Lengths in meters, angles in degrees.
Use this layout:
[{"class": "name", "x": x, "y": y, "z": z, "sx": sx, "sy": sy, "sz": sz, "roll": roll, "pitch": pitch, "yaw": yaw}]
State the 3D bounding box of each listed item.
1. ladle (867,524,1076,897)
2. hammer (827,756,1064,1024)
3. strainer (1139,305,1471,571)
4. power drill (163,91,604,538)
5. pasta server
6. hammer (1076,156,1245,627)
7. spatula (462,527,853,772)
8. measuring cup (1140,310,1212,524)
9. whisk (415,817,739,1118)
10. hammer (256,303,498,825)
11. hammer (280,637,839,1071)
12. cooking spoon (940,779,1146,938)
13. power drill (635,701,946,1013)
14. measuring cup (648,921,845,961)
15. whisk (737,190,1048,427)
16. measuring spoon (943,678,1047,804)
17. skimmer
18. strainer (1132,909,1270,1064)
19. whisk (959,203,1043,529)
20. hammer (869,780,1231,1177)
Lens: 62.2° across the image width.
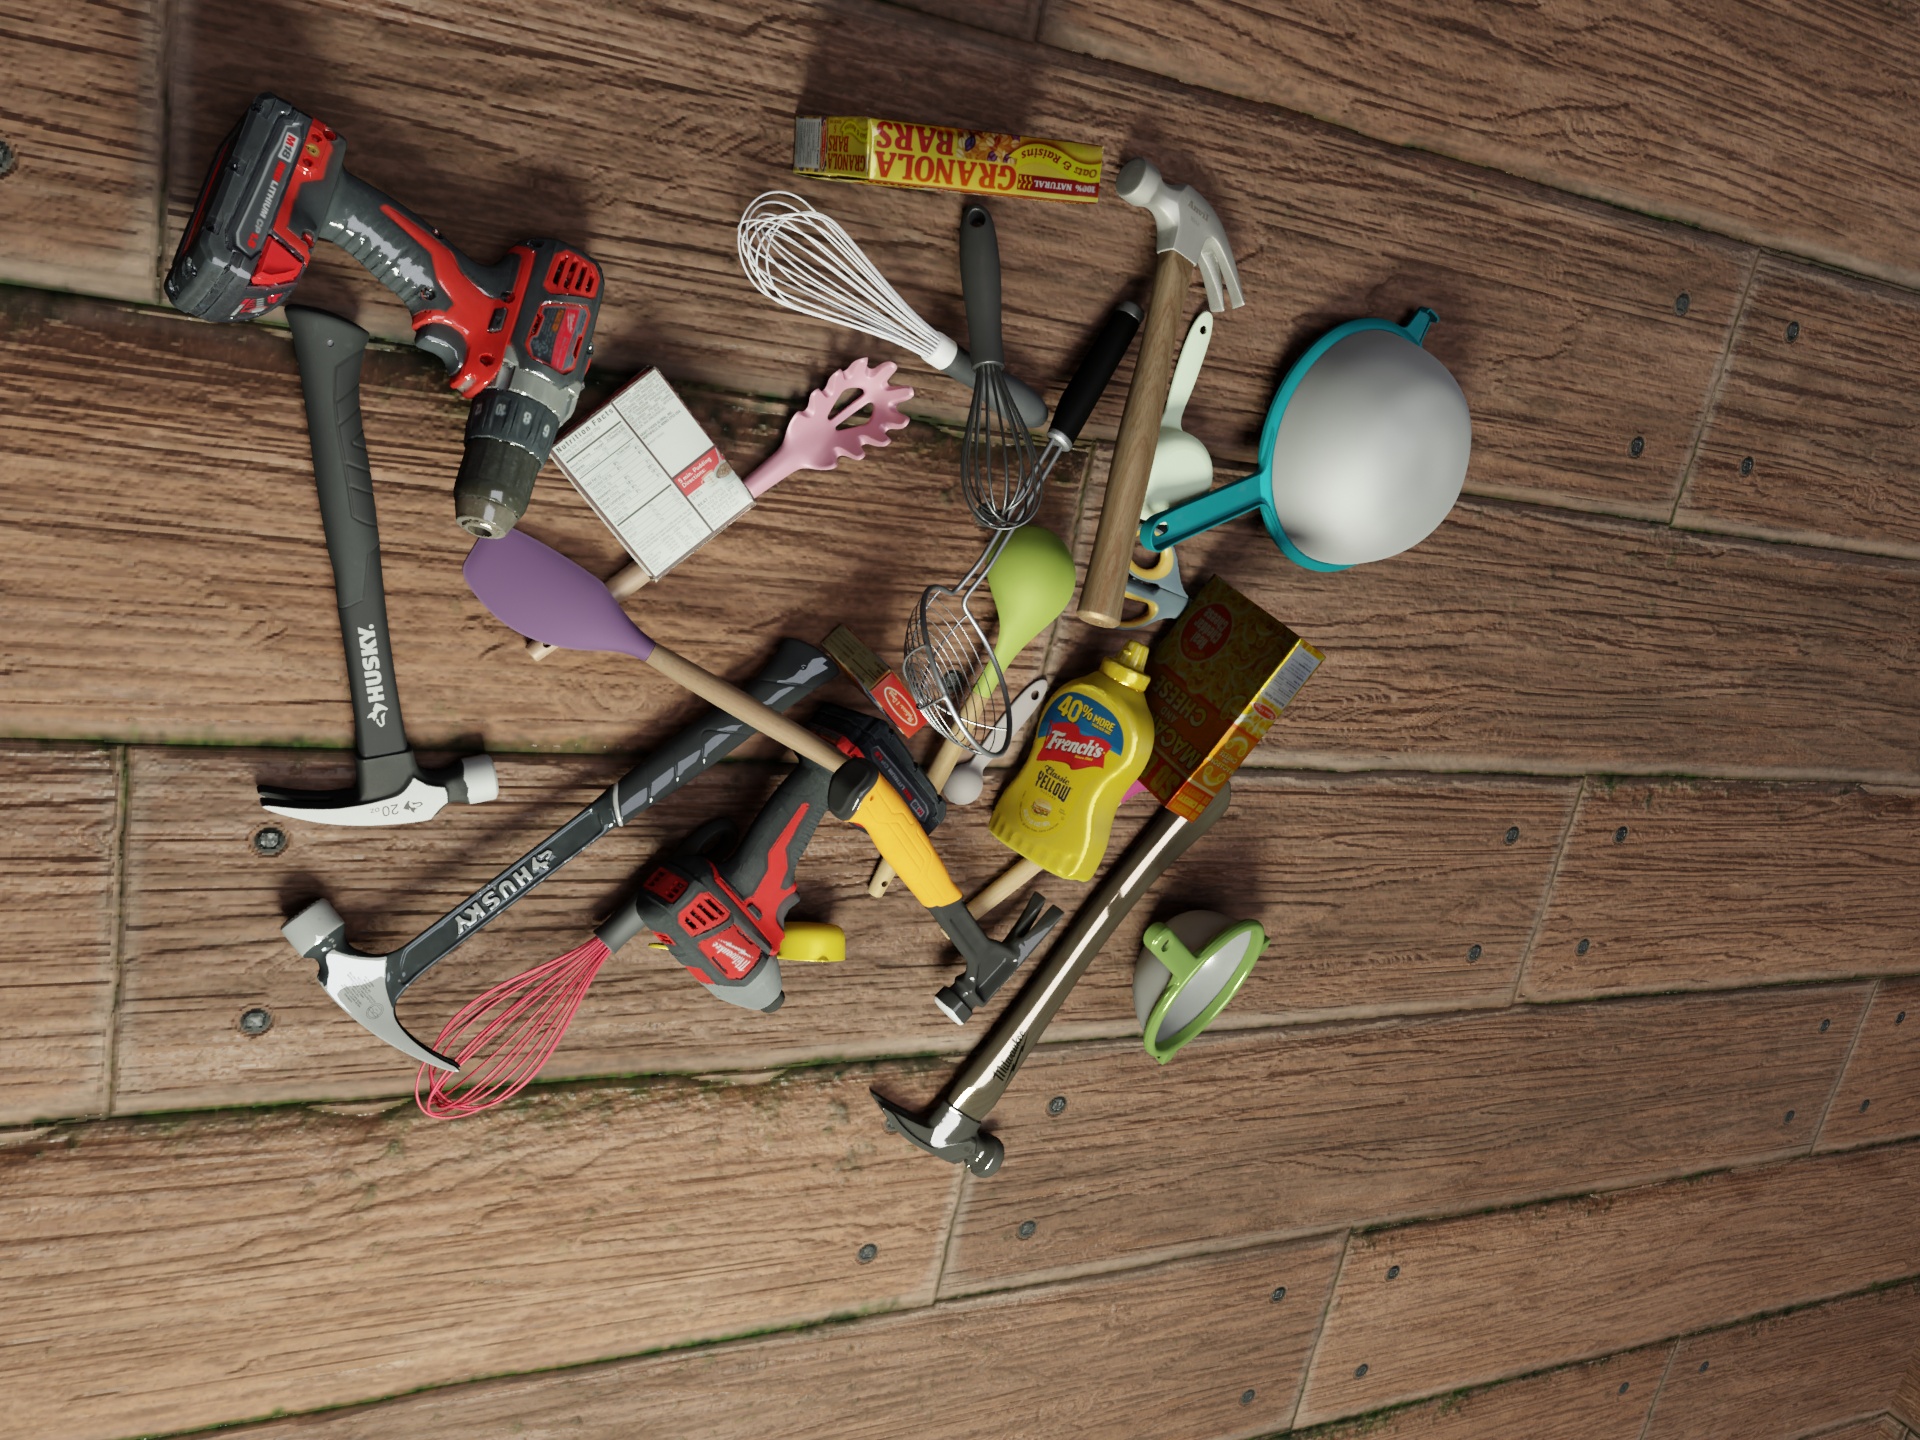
[{"class": "ladle", "x": -0.002, "y": -0.004, "z": 1.240, "sx": 0.078, "sy": 0.062, "sz": 0.320, "roll": 17, "pitch": 108, "yaw": -36}, {"class": "hammer", "x": -0.015, "y": 0.117, "z": 1.188, "sx": 0.127, "sy": 0.034, "sz": 0.336, "roll": -46, "pitch": 145, "yaw": -11}, {"class": "strainer", "x": 0.296, "y": -0.191, "z": 1.260, "sx": 0.340, "sy": 0.095, "sz": 0.210, "roll": -25, "pitch": 122, "yaw": -28}, {"class": "power drill", "x": -0.322, "y": -0.224, "z": 0.909, "sx": 0.226, "sy": 0.080, "sz": 0.188, "roll": 24, "pitch": 69, "yaw": -35}, {"class": "pasta server", "x": -0.166, "y": -0.141, "z": 1.087, "sx": 0.316, "sy": 0.040, "sz": 0.060, "roll": -39, "pitch": 107, "yaw": -8}, {"class": "hammer", "x": 0.135, "y": -0.229, "z": 1.157, "sx": 0.130, "sy": 0.031, "sz": 0.331, "roll": 19, "pitch": 80, "yaw": -40}, {"class": "spatula", "x": -0.189, "y": -0.032, "z": 1.080, "sx": 0.315, "sy": 0.018, "sz": 0.060, "roll": 31, "pitch": 94, "yaw": -15}, {"class": "measuring cup", "x": 0.175, "y": -0.232, "z": 1.236, "sx": 0.083, "sy": 0.038, "sz": 0.167, "roll": 7, "pitch": 108, "yaw": -31}, {"class": "whisk", "x": -0.272, "y": 0.175, "z": 1.150, "sx": 0.296, "sy": 0.073, "sz": 0.073, "roll": -44, "pitch": 124, "yaw": -15}, {"class": "hammer", "x": -0.382, "y": -0.088, "z": 0.992, "sx": 0.146, "sy": 0.035, "sz": 0.334, "roll": -11, "pitch": 115, "yaw": -26}, {"class": "hammer", "x": -0.252, "y": 0.075, "z": 1.109, "sx": 0.409, "sy": 0.036, "sz": 0.149, "roll": -38, "pitch": 96, "yaw": -15}, {"class": "cooking spoon", "x": 0.111, "y": 0.080, "z": 1.337, "sx": 0.319, "sy": 0.017, "sz": 0.068, "roll": -38, "pitch": 102, "yaw": -7}, {"class": "power drill", "x": -0.120, "y": 0.105, "z": 1.161, "sx": 0.220, "sy": 0.079, "sz": 0.143, "roll": -48, "pitch": 125, "yaw": -19}, {"class": "measuring cup", "x": -0.160, "y": 0.165, "z": 1.208, "sx": 0.156, "sy": 0.062, "sz": 0.029, "roll": 8, "pitch": 84, "yaw": -27}, {"class": "whisk", "x": -0.039, "y": -0.270, "z": 1.097, "sx": 0.284, "sy": 0.070, "sz": 0.070, "roll": 26, "pitch": 96, "yaw": -38}, {"class": "measuring spoon", "x": 0.032, "y": 0.018, "z": 1.273, "sx": 0.034, "sy": 0.018, "sz": 0.124, "roll": 39, "pitch": 88, "yaw": -34}, {"class": "skimmer", "x": 0.065, "y": -0.146, "z": 1.133, "sx": 0.127, "sy": 0.090, "sz": 0.363, "roll": 44, "pitch": 71, "yaw": -48}, {"class": "strainer", "x": 0.178, "y": 0.200, "z": 1.362, "sx": 0.151, "sy": 0.069, "sz": 0.256, "roll": -48, "pitch": 150, "yaw": -3}, {"class": "whisk", "x": 0.022, "y": -0.243, "z": 1.088, "sx": 0.055, "sy": 0.055, "sz": 0.239, "roll": 1, "pitch": 78, "yaw": -29}, {"class": "hammer", "x": 0.090, "y": 0.203, "z": 1.372, "sx": 0.146, "sy": 0.038, "sz": 0.410, "roll": 37, "pitch": 89, "yaw": -33}]
